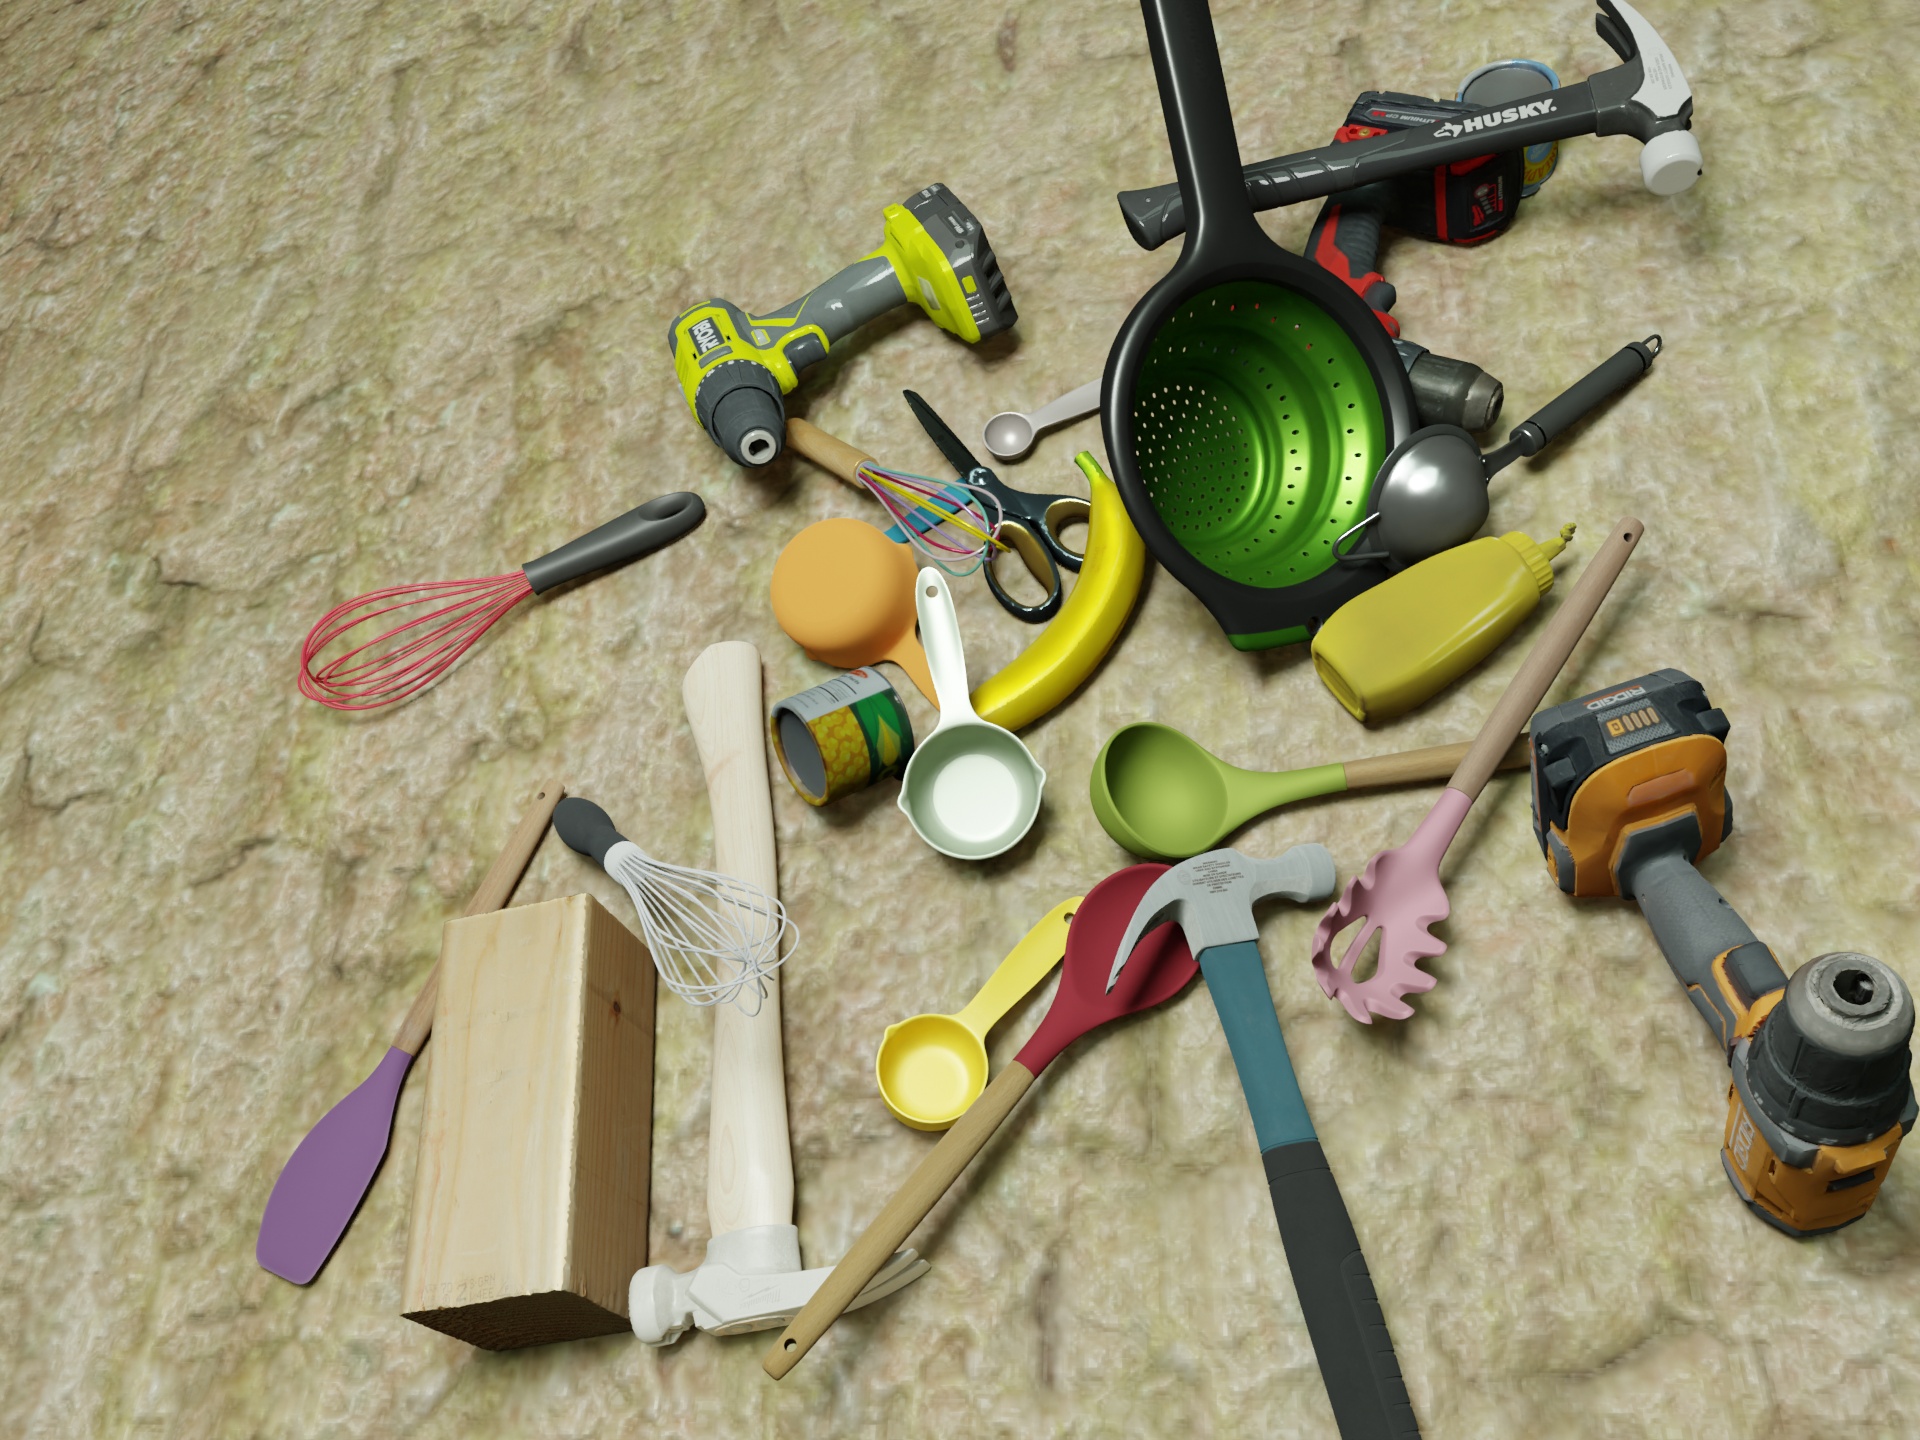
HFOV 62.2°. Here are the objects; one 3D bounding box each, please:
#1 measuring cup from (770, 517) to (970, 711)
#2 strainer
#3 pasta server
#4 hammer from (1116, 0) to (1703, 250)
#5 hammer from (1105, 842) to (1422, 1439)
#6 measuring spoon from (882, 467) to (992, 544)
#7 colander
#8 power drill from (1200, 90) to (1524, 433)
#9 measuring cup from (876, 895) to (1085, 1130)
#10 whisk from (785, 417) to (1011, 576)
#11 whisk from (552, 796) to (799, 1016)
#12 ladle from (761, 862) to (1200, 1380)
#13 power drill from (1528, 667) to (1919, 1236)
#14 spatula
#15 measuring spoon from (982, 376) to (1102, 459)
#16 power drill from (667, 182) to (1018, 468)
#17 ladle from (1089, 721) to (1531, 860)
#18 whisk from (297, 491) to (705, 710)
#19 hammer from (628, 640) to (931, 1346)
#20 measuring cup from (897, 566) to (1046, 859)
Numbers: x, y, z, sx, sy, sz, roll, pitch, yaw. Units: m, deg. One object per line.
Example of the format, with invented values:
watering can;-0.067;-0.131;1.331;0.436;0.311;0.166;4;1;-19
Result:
measuring cup;-0.048;-0.054;0.957;0.095;0.052;0.174;-46;61;5
strainer;0.318;-0.157;0.904;0.258;0.086;0.050;-36;34;-19
pasta server;0.265;0.016;0.789;0.060;0.040;0.316;37;74;-1
hammer;0.261;-0.349;0.972;0.335;0.035;0.146;-9;62;16
hammer;0.156;0.209;0.727;0.128;0.033;0.331;-6;58;-12
measuring spoon;-0.035;-0.131;1.029;0.128;0.021;0.042;-34;54;-3
colander;0.136;-0.237;0.907;0.204;0.094;0.397;-15;95;-23
power drill;0.276;-0.277;0.991;0.188;0.080;0.227;22;70;29
measuring cup;0.017;0.151;0.833;0.062;0.029;0.156;38;62;17
whisk;-0.047;-0.149;1.020;0.047;0.051;0.245;-9;29;-35
whisk;-0.171;0.089;0.866;0.070;0.070;0.285;-47;33;-14
ladle;0.016;0.191;0.777;0.069;0.031;0.315;35;65;21
power drill;0.323;0.085;0.676;0.084;0.185;0.226;-20;51;7
spatula;-0.315;0.170;0.931;0.060;0.018;0.316;14;64;26
measuring spoon;0.072;-0.203;1.049;0.124;0.018;0.034;-25;65;-7
power drill;-0.083;-0.262;1.079;0.228;0.080;0.191;-28;39;0
ladle;0.227;0.020;0.827;0.320;0.062;0.078;-9;62;10
whisk;-0.309;-0.088;1.075;0.296;0.073;0.073;-25;54;-6
hammer;-0.110;0.123;0.883;0.146;0.038;0.411;-13;55;8
measuring cup;-0.001;-0.003;0.893;0.083;0.038;0.168;-12;78;2
